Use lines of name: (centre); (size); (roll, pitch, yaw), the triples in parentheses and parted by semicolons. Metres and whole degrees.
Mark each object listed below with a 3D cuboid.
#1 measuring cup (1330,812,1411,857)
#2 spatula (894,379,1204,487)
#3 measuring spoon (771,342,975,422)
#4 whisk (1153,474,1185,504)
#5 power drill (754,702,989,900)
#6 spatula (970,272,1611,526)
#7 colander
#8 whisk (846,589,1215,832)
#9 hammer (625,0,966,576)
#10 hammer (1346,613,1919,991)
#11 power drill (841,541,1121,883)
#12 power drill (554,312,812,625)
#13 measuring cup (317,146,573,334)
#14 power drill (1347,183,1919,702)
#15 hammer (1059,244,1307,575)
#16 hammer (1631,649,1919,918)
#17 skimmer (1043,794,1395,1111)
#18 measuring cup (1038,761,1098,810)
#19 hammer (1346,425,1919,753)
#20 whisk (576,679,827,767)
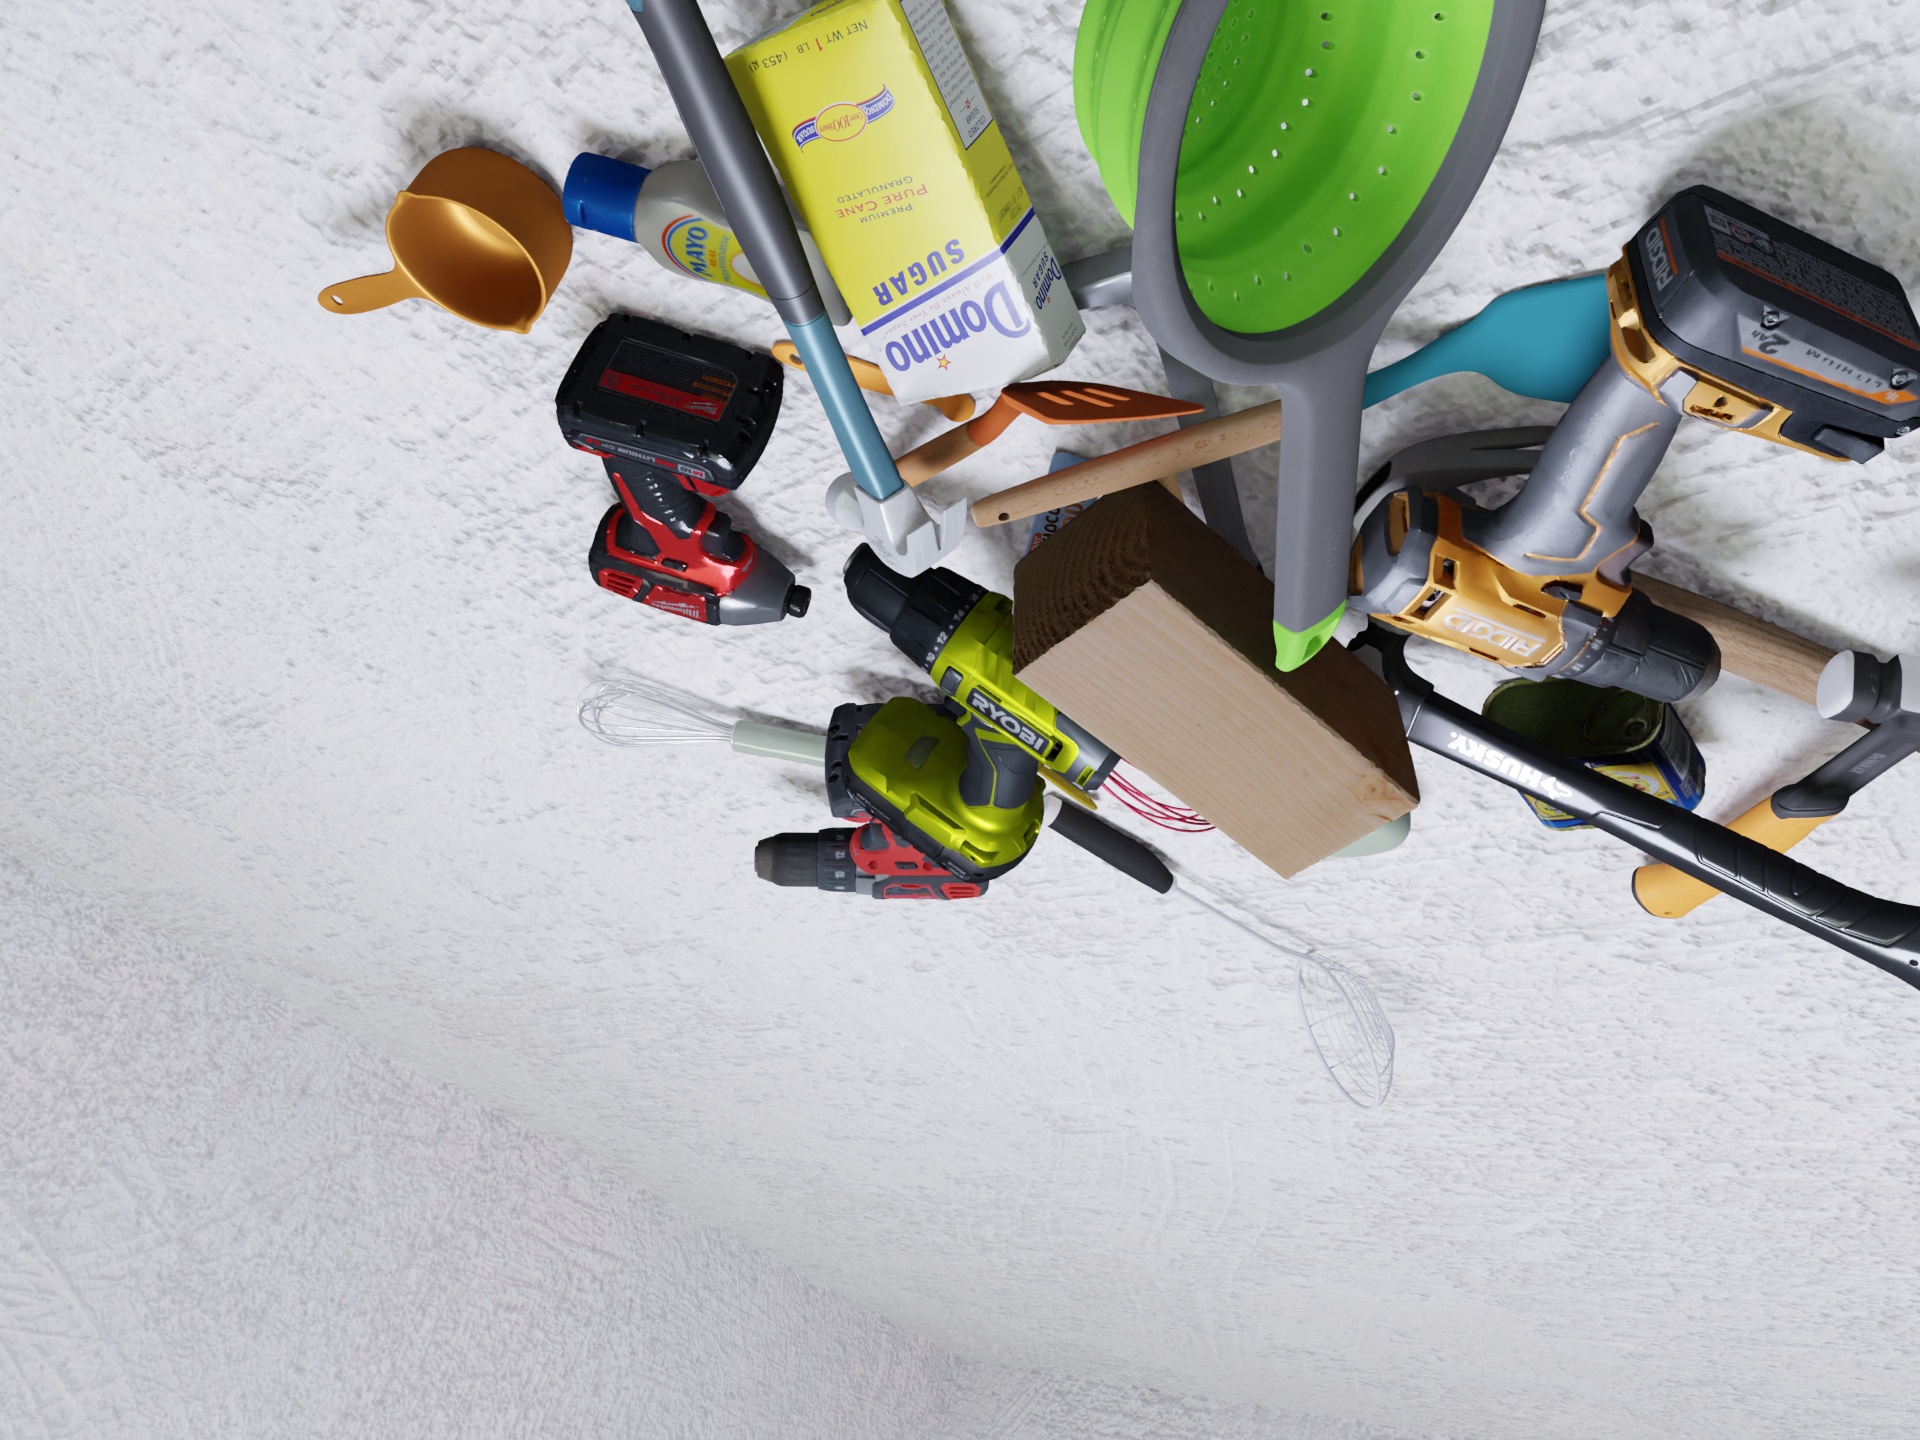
measuring cup: (0.236, 0.052, 0.998); (0.083, 0.038, 0.167); (-9, 160, 23)
spatula: (0.000, -0.135, 0.826); (0.081, 0.041, 0.322); (-11, 179, -28)
measuring spoon: (-0.049, -0.183, 0.862); (0.117, 0.011, 0.021); (18, 150, 4)
whisk: (0.129, -0.054, 0.866); (0.047, 0.051, 0.244); (7, 145, 31)
power drill: (-0.064, 0.073, 1.189); (0.188, 0.080, 0.226); (1, 152, -3)
spatula: (0.157, -0.134, 0.720); (0.317, 0.044, 0.082); (-17, 140, 9)
colander: (0.117, -0.177, 0.625); (0.095, 0.204, 0.396); (39, 154, 34)
whisk: (0.056, -0.015, 1.034); (0.295, 0.073, 0.073); (30, 149, -7)
hammer: (-0.078, -0.197, 0.718); (0.128, 0.033, 0.330); (41, 162, 47)
hammer: (0.350, 0.053, 0.840); (0.335, 0.035, 0.146); (28, 128, 22)
power drill: (-0.002, -0.003, 0.969); (0.190, 0.080, 0.228); (36, 151, 5)
power drill: (-0.160, -0.131, 0.954); (0.143, 0.079, 0.219); (18, 153, 5)
measuring cup: (-0.280, -0.252, 0.851); (0.174, 0.052, 0.095); (-1, 144, 36)
power drill: (0.303, -0.096, 0.686); (0.185, 0.084, 0.226); (19, 140, -13)
hammer: (0.142, -0.095, 0.868); (0.144, 0.035, 0.405); (5, 147, 24)
hammer: (0.462, 0.052, 0.873); (0.127, 0.034, 0.336); (12, 158, 4)
skimmer: (0.195, 0.182, 1.235); (0.363, 0.090, 0.127); (32, 180, -15)
measuring cup: (0.067, 0.026, 1.118); (0.029, 0.062, 0.156); (-43, 141, 9)
hammer: (0.355, -0.056, 0.800); (0.331, 0.031, 0.130); (21, 144, -5)
whisk: (-0.181, 0.011, 1.228); (0.246, 0.058, 0.059); (11, 119, 8)
